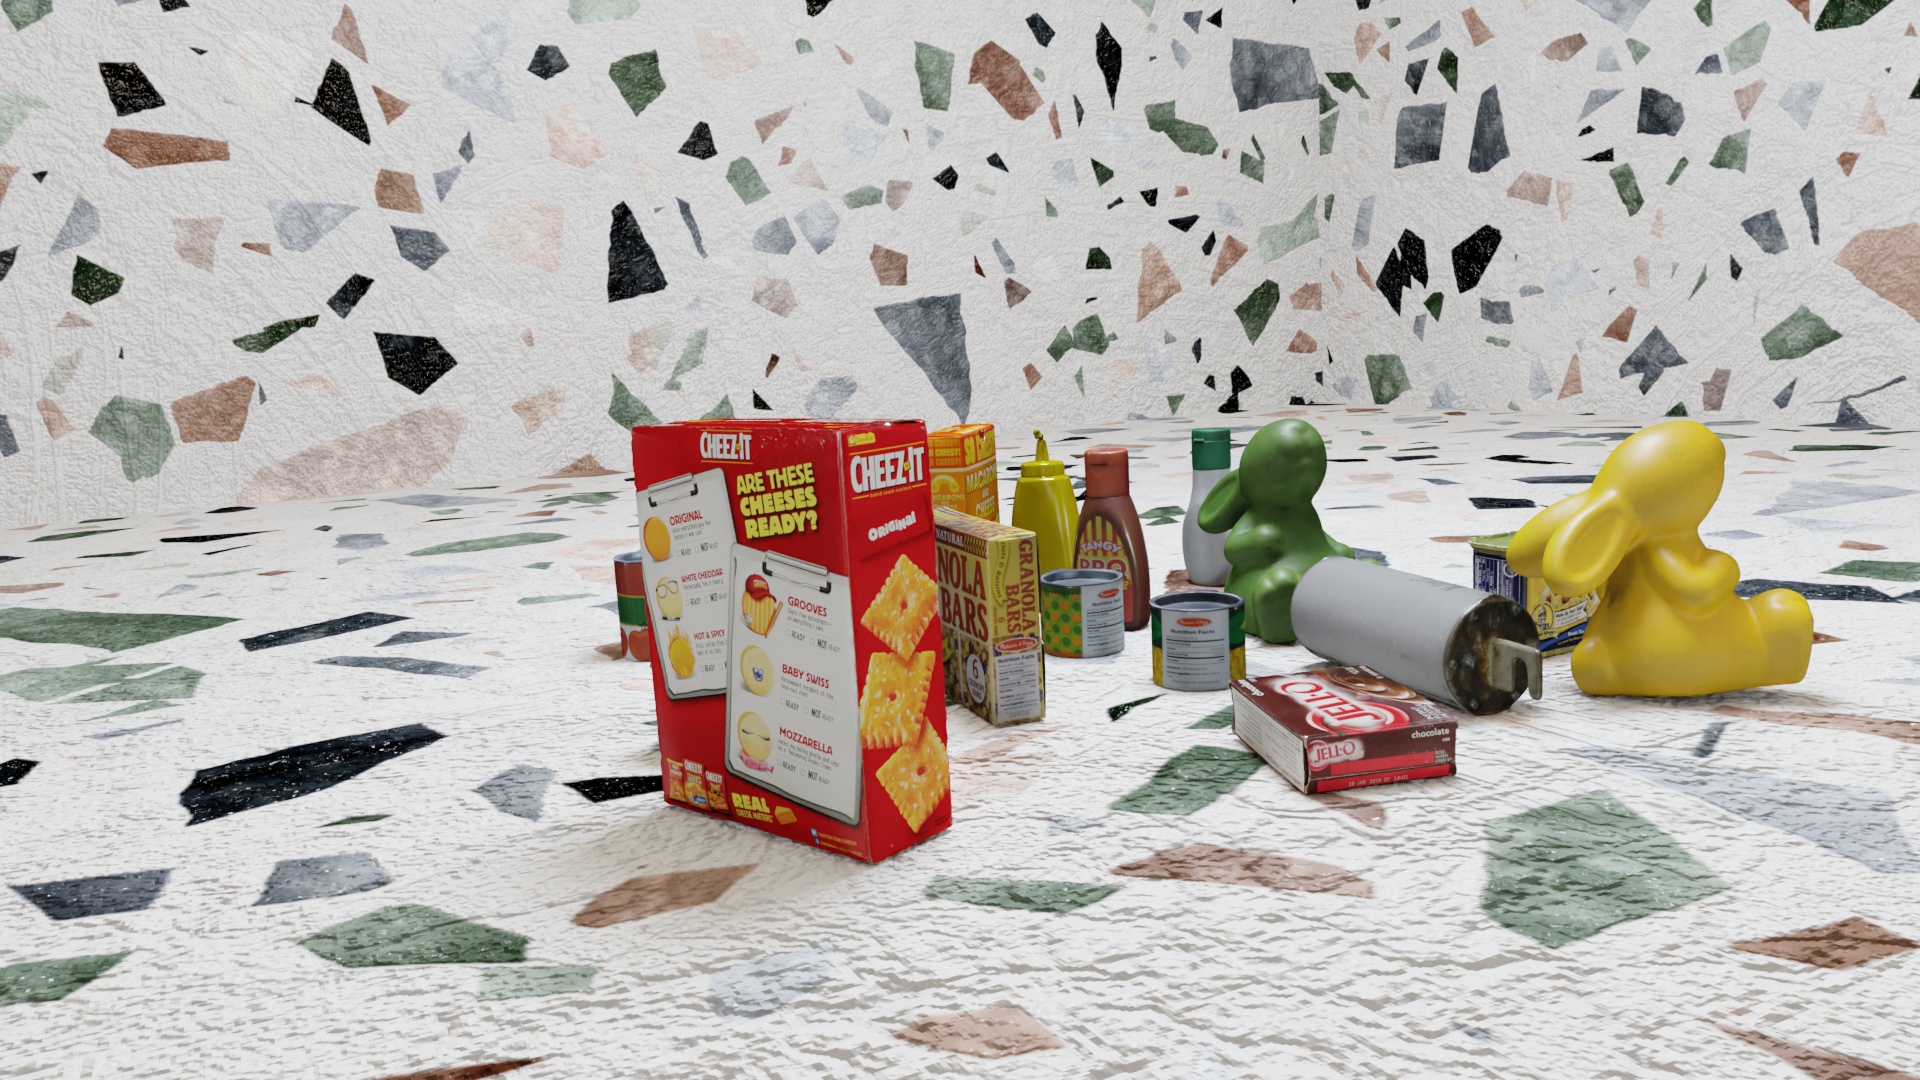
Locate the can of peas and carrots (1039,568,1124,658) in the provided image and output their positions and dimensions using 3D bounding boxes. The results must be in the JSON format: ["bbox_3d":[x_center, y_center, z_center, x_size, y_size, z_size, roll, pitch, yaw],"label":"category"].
[{"bbox_3d":[0.093,0.056,1.085,0.071,0.058,0.071,-3,9,1],"label":"can of peas and carrots"}]

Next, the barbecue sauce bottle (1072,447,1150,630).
[{"bbox_3d":[0.124,-0.002,1.151,0.065,0.148,0.044,2,10,29],"label":"barbecue sauce bottle"}]

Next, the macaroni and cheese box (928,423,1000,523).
[{"bbox_3d":[0.004,-0.015,1.218,0.040,0.166,0.124,-1,9,15],"label":"macaroni and cheese box"}]

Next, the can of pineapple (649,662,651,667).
[{"bbox_3d":[-0.157,0.102,0.876,0.071,0.057,0.071,-3,9,1],"label":"can of pineapple"}]

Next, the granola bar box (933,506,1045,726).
[{"bbox_3d":[0.007,0.047,0.958,0.039,0.124,0.165,-6,9,-21],"label":"granola bar box"}]

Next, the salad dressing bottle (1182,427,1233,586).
[{"bbox_3d":[0.238,-0.033,1.311,0.044,0.147,0.064,-10,11,-40],"label":"salad dressing bottle"}]

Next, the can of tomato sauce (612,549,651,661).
[{"bbox_3d":[-0.250,0.052,1.144,0.071,0.083,0.071,-3,9,1],"label":"can of tomato sauce"}]

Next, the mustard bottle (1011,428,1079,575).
[{"bbox_3d":[0.078,-0.022,1.257,0.065,0.160,0.049,1,9,24],"label":"mustard bottle"}]

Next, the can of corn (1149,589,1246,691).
[{"bbox_3d":[0.167,0.069,0.976,0.071,0.058,0.071,-3,9,1],"label":"can of corn"}]
